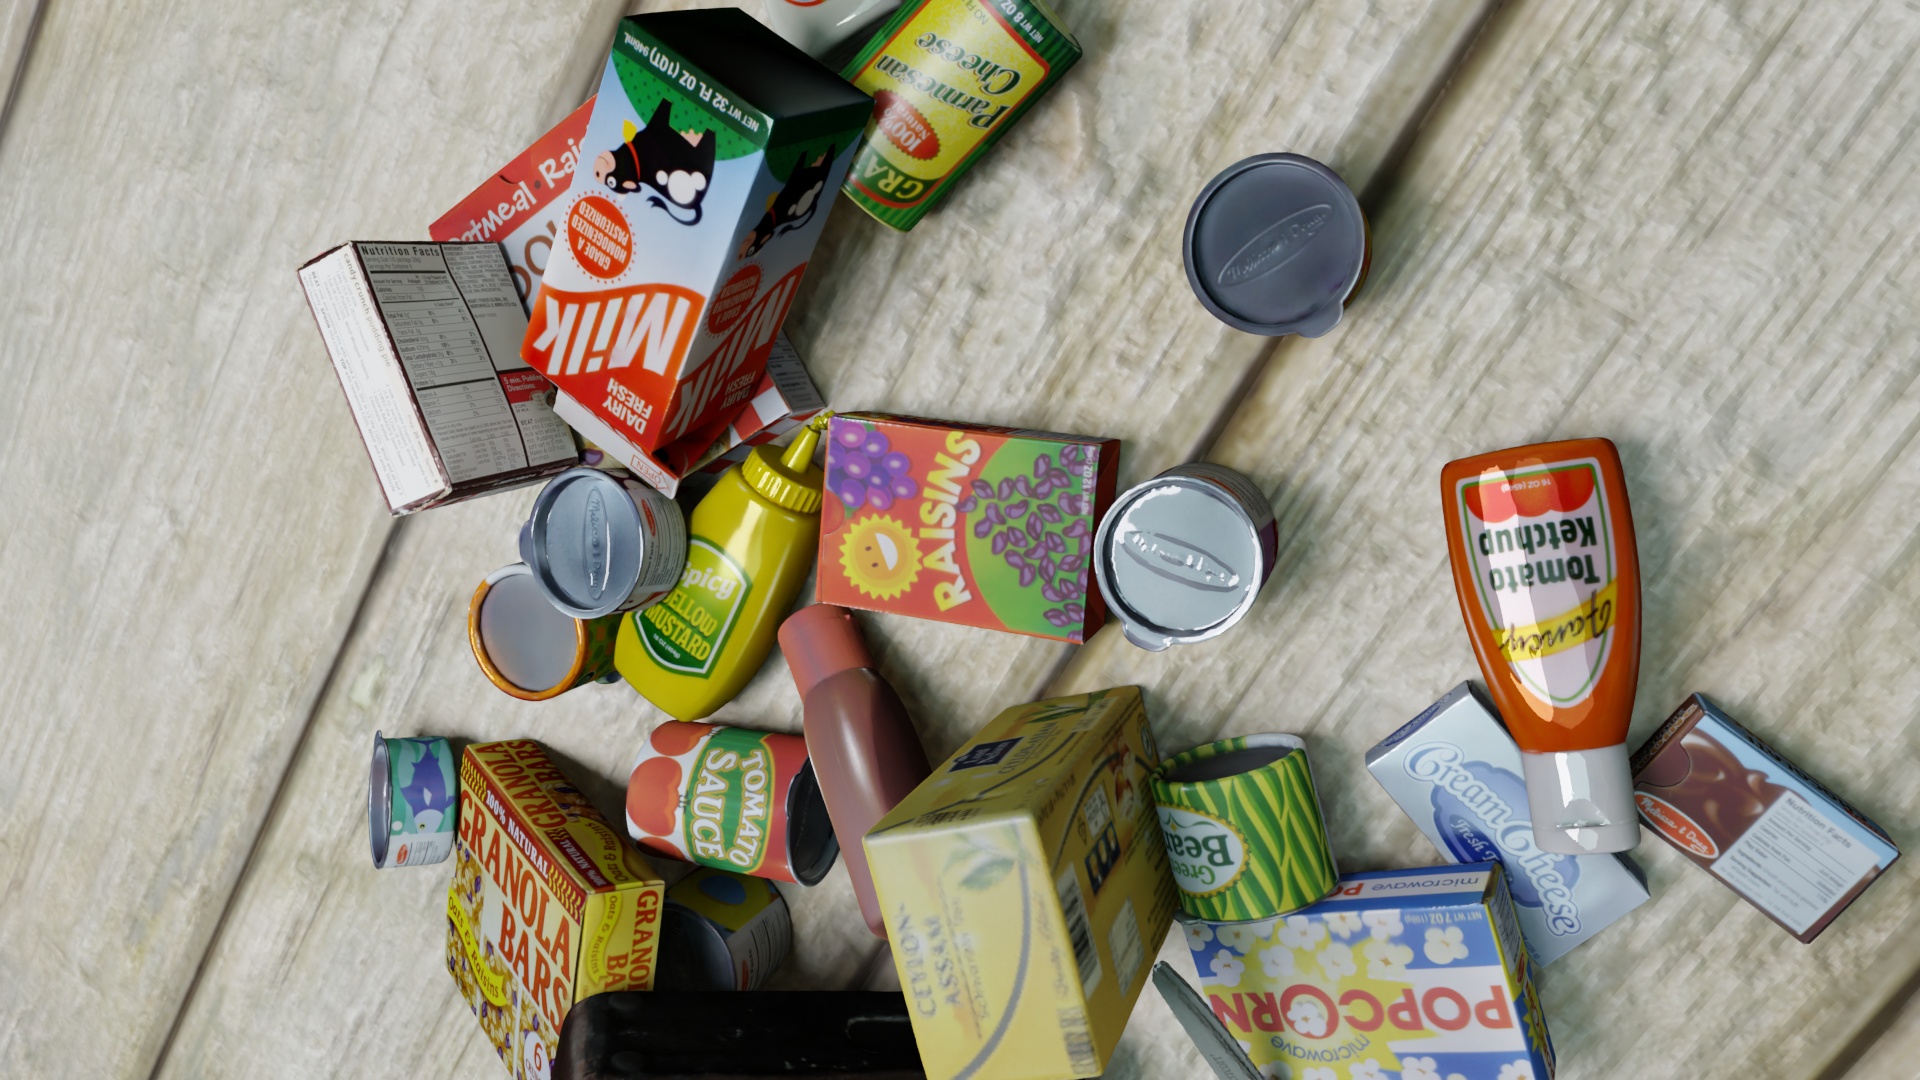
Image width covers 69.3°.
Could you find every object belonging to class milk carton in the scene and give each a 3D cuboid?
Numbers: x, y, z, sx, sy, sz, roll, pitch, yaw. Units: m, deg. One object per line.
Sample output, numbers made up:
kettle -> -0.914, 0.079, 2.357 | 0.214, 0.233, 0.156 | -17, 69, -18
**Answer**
milk carton -> -0.113, -0.106, 0.554 | 0.072, 0.074, 0.189 | 37, 124, 10

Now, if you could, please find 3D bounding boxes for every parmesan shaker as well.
parmesan shaker -> -0.011, -0.187, 0.564 | 0.103, 0.071, 0.071 | -42, 83, 20

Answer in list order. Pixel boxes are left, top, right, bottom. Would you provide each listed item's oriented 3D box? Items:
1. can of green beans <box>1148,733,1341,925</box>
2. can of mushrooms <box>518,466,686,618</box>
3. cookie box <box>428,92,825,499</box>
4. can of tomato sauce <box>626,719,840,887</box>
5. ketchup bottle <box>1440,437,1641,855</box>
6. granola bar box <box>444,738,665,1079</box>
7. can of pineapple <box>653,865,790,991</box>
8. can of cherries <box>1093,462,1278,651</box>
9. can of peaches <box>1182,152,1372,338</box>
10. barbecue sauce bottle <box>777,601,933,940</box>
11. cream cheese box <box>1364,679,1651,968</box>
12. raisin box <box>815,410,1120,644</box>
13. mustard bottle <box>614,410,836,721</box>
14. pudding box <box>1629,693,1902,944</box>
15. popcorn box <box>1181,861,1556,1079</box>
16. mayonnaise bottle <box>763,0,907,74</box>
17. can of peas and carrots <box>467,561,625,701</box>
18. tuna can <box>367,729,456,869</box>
can of green beans -> 0.115, 0.116, 0.565 | 0.071, 0.071, 0.057 | -14, 93, 21
can of mushrooms -> -0.158, 0.000, 0.616 | 0.071, 0.033, 0.071 | 2, 93, 27
cookie box -> -0.157, -0.104, 0.643 | 0.122, 0.040, 0.167 | -29, 88, 22
can of tomato sauce -> -0.102, 0.120, 0.641 | 0.083, 0.071, 0.071 | 5, 100, 19
ketchup bottle -> 0.221, 0.039, 0.516 | 0.064, 0.043, 0.149 | -9, 85, 24
granola bar box -> -0.197, 0.182, 0.655 | 0.166, 0.039, 0.124 | 24, 109, 50
can of pineapple -> -0.124, 0.194, 0.666 | 0.071, 0.058, 0.071 | 3, 99, 19
can of cherries -> 0.091, 0.006, 0.562 | 0.071, 0.058, 0.071 | 3, 100, 18
can of peaches -> 0.124, -0.110, 0.533 | 0.071, 0.058, 0.071 | 3, 99, 18
barbecue sauce bottle -> -0.039, 0.096, 0.600 | 0.043, 0.065, 0.149 | -33, 59, 14
cream cheese box -> 0.216, 0.111, 0.551 | 0.053, 0.024, 0.104 | -43, 83, 19
raisin box -> 0.002, -0.008, 0.602 | 0.123, 0.040, 0.086 | 8, 102, 19
mustard bottle -> -0.100, 0.006, 0.634 | 0.065, 0.049, 0.159 | 35, 108, 12
pudding box -> 0.294, 0.103, 0.519 | 0.084, 0.030, 0.049 | 38, 109, 11
popcorn box -> 0.162, 0.180, 0.558 | 0.126, 0.038, 0.085 | -14, 98, 32
mayonnaise bottle -> -0.073, -0.276, 0.588 | 0.064, 0.041, 0.148 | -28, 89, 23
can of peas and carrots -> -0.191, 0.041, 0.667 | 0.071, 0.059, 0.071 | 3, 99, 20
tuna can -> -0.280, 0.131, 0.709 | 0.071, 0.033, 0.071 | -7, 82, 59
